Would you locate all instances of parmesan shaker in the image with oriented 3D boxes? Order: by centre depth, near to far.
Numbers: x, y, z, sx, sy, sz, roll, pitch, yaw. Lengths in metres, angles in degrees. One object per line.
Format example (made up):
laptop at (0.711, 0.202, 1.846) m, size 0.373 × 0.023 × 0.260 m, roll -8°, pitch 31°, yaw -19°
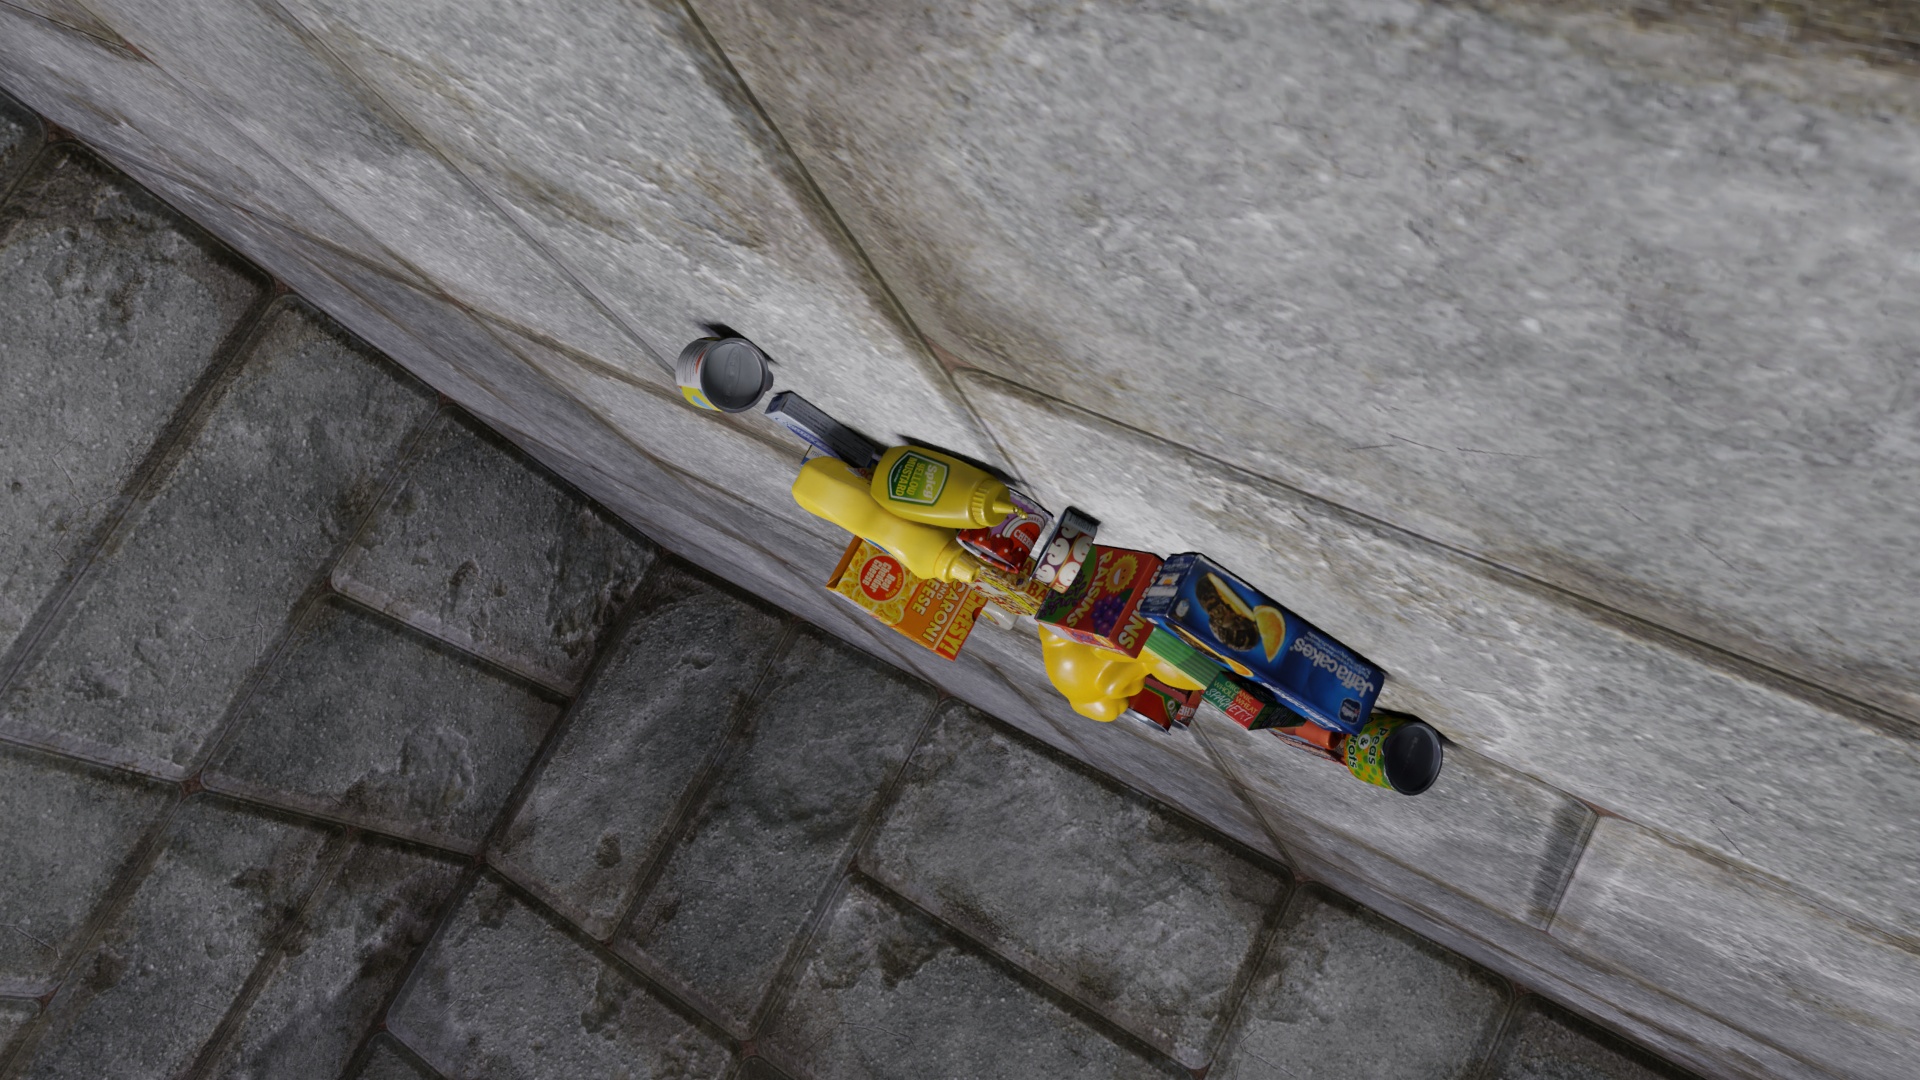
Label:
parmesan shaker at (0.200, 0.081, 1.242) m, size 0.103 × 0.071 × 0.071 m, roll 33°, pitch 169°, yaw -24°

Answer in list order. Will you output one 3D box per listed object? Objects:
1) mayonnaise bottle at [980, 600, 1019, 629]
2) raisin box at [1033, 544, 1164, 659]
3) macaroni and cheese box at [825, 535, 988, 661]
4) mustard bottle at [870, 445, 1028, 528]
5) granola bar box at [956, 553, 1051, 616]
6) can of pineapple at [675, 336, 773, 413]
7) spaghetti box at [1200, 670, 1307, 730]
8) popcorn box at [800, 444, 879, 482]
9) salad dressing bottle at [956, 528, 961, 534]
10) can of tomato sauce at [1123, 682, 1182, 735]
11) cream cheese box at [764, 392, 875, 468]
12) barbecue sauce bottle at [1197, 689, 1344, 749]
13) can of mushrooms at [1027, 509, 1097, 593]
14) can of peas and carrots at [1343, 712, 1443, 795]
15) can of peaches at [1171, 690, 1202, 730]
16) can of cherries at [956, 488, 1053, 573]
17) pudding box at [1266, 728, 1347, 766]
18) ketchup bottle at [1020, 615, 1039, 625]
mayonnaise bottle at (0.007, 0.060, 1.726) m, size 0.148 × 0.041 × 0.064 m, roll 28°, pitch 171°, yaw 1°
raisin box at (0.128, 0.052, 1.226) m, size 0.040 × 0.086 × 0.123 m, roll 36°, pitch 168°, yaw -25°
macaroni and cheese box at (-0.049, 0.042, 1.559) m, size 0.166 × 0.124 × 0.040 m, roll 33°, pitch 170°, yaw -20°
mustard bottle at (-0.006, -0.042, 1.212) m, size 0.160 × 0.065 × 0.049 m, roll 14°, pitch 171°, yaw 38°
granola bar box at (0.028, 0.028, 1.500) m, size 0.165 × 0.039 × 0.124 m, roll 33°, pitch 166°, yaw -21°
can of pineapple at (-0.212, -0.147, 1.239) m, size 0.071 × 0.071 × 0.058 m, roll 36°, pitch 168°, yaw -33°
spaghetti box at (0.273, 0.145, 1.252) m, size 0.050 × 0.028 × 0.250 m, roll 37°, pitch -171°, yaw 23°
popcorn box at (-0.095, -0.056, 1.447) m, size 0.127 × 0.038 × 0.085 m, roll 24°, pitch 168°, yaw 27°
salad dressing bottle at (0.005, -0.017, 1.348) m, size 0.148 × 0.044 × 0.064 m, roll 20°, pitch 164°, yaw 42°
can of tomato sauce at (0.218, 0.160, 1.522) m, size 0.071 × 0.083 × 0.071 m, roll 28°, pitch 170°, yaw 6°
cream cheese box at (-0.136, -0.107, 1.352) m, size 0.104 × 0.024 × 0.053 m, roll 33°, pitch 168°, yaw -21°
barbecue sauce bottle at (0.315, 0.167, 1.404) m, size 0.148 × 0.044 × 0.064 m, roll 21°, pitch 167°, yaw 39°
can of mushrooms at (0.087, 0.012, 1.186) m, size 0.033 × 0.071 × 0.071 m, roll 28°, pitch 170°, yaw 0°
can of peas and carrots at (0.388, 0.191, 1.253) m, size 0.071 × 0.071 × 0.058 m, roll 33°, pitch 169°, yaw -21°
can of peaches at (0.248, 0.181, 1.614) m, size 0.071 × 0.058 × 0.071 m, roll 28°, pitch 169°, yaw 6°
can of cherries at (0.040, -0.010, 1.246) m, size 0.071 × 0.058 × 0.071 m, roll 29°, pitch 170°, yaw 6°
pudding box at (0.374, 0.209, 1.482) m, size 0.049 × 0.030 × 0.084 m, roll 35°, pitch 168°, yaw -35°
ketchup bottle at (0.124, 0.089, 1.544) m, size 0.064 × 0.043 × 0.149 m, roll 38°, pitch 167°, yaw -38°
